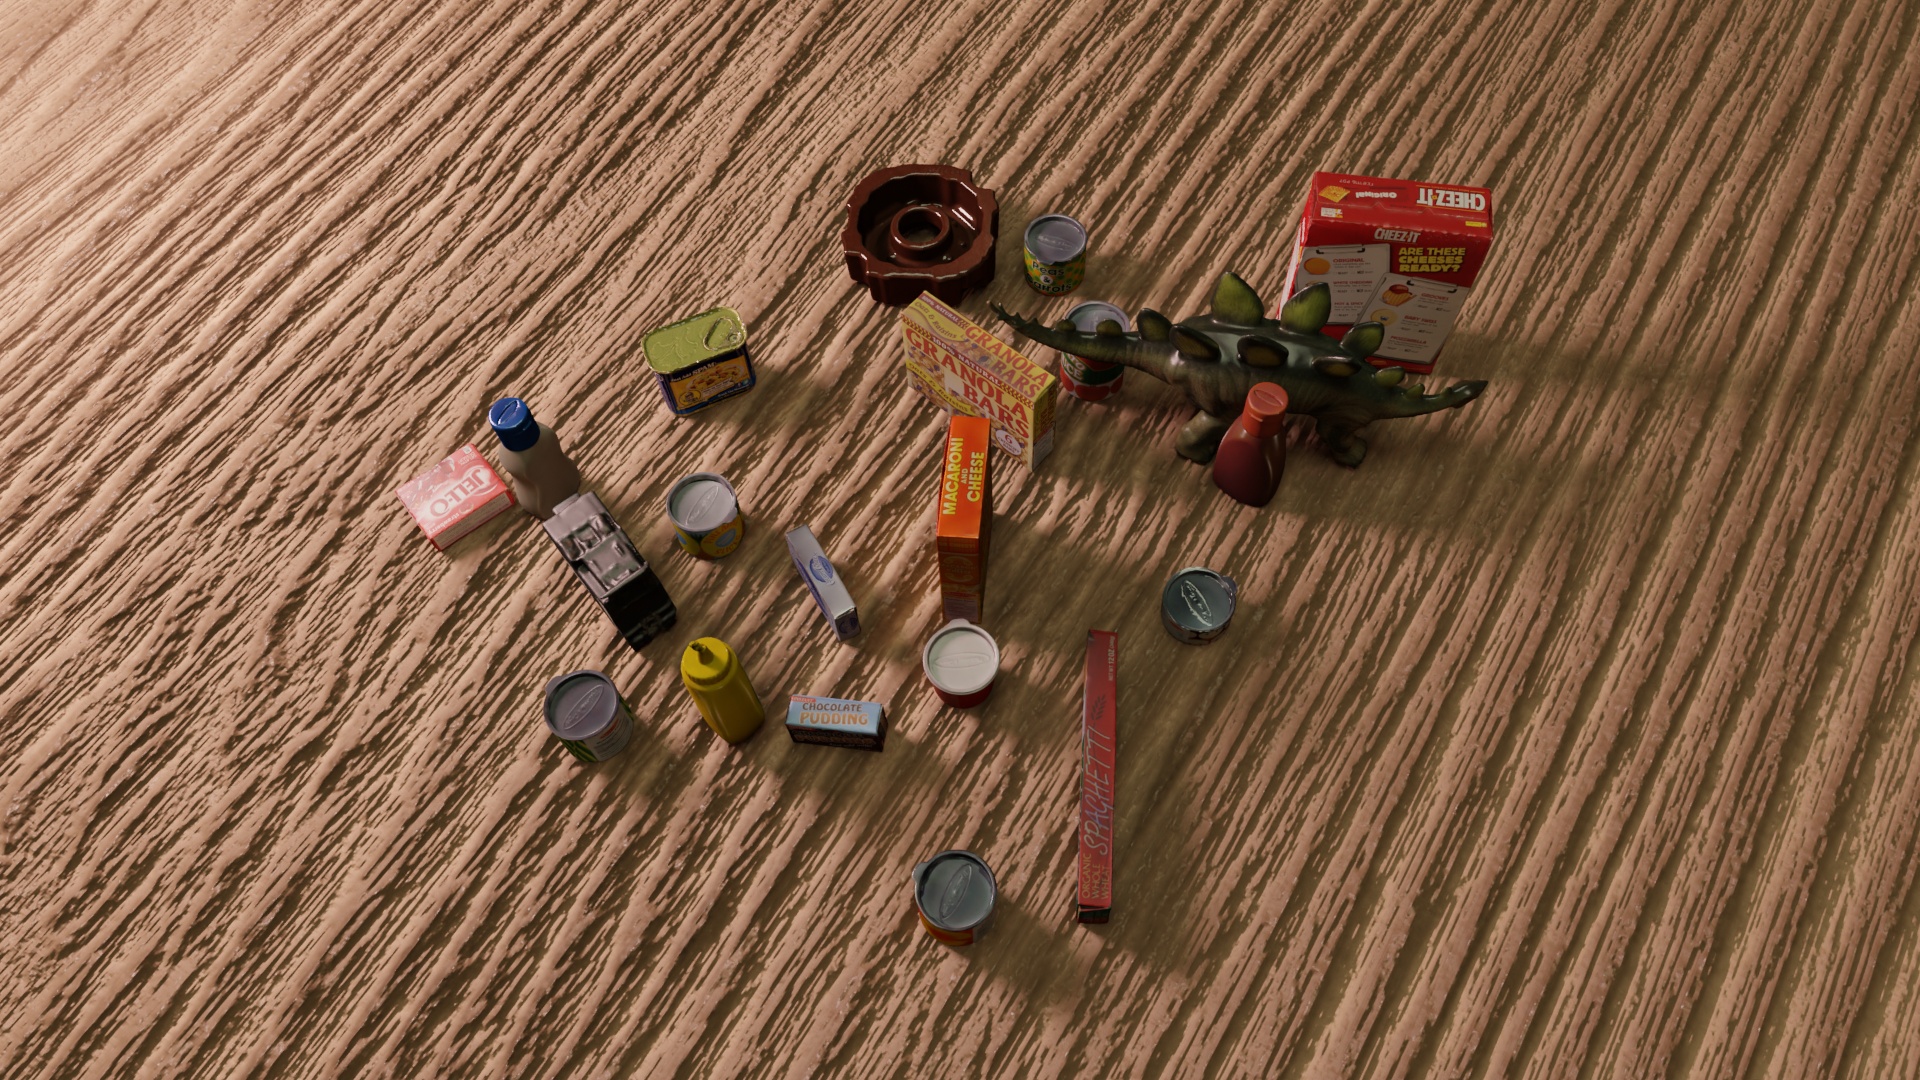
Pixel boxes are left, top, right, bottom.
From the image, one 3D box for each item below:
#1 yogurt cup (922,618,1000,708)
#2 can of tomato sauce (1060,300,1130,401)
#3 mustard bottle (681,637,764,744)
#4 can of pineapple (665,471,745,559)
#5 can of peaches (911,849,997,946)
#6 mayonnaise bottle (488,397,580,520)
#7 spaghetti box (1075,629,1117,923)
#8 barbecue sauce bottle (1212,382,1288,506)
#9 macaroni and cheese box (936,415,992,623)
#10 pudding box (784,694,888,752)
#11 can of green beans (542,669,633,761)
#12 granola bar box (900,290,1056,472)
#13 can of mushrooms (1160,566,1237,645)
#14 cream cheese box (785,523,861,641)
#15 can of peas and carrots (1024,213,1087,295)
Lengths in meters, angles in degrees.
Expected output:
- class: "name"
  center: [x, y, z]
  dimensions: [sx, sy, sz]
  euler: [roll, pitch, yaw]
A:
- class: "yogurt cup"
  center: [0.002, 0.115, 1.242]
  dimensions: [0.072, 0.053, 0.073]
  euler: [-1, 61, 2]
- class: "can of tomato sauce"
  center: [0.132, -0.188, 1.391]
  dimensions: [0.071, 0.082, 0.071]
  euler: [-1, 61, 2]
- class: "mustard bottle"
  center: [-0.207, 0.121, 1.185]
  dimensions: [0.049, 0.159, 0.065]
  euler: [-37, 66, -17]
- class: "can of pineapple"
  center: [-0.241, -0.022, 1.325]
  dimensions: [0.071, 0.057, 0.071]
  euler: [-1, 61, 2]
- class: "can of peaches"
  center: [-0.005, 0.293, 1.140]
  dimensions: [0.071, 0.057, 0.071]
  euler: [-1, 61, 2]
- class: "mayonnaise bottle"
  center: [-0.404, -0.080, 1.311]
  dimensions: [0.041, 0.147, 0.065]
  euler: [23, 64, 14]
- class: "spaghetti box"
  center: [0.117, 0.200, 1.192]
  dimensions: [0.029, 0.050, 0.251]
  euler: [3, 61, 4]
- class: "barbecue sauce bottle"
  center: [0.275, -0.090, 1.293]
  dimensions: [0.065, 0.148, 0.044]
  euler: [32, 67, 18]
- class: "macaroni and cheese box"
  center: [0.004, -0.016, 1.251]
  dimensions: [0.040, 0.165, 0.124]
  euler: [4, 61, 4]
- class: "pudding box"
  center: [-0.108, 0.161, 1.222]
  dimensions: [0.084, 0.049, 0.030]
  euler: [6, 61, 5]
- class: "can of green beans"
  center: [-0.328, 0.155, 1.228]
  dimensions: [0.071, 0.057, 0.071]
  euler: [-1, 61, 2]
- class: "granola bar box"
  center: [0.019, -0.155, 1.352]
  dimensions: [0.166, 0.123, 0.039]
  euler: [36, 68, 20]
- class: "can of mushrooms"
  center: [0.220, 0.060, 1.277]
  dimensions: [0.071, 0.033, 0.071]
  euler: [-1, 61, 2]
- class: "cream cheese box"
  center: [-0.127, 0.039, 1.289]
  dimensions: [0.024, 0.053, 0.104]
  euler: [-27, 63, -12]
- class: "can of peas and carrots"
  center: [0.099, -0.299, 1.468]
  dimensions: [0.071, 0.058, 0.071]
  euler: [-1, 61, 2]
